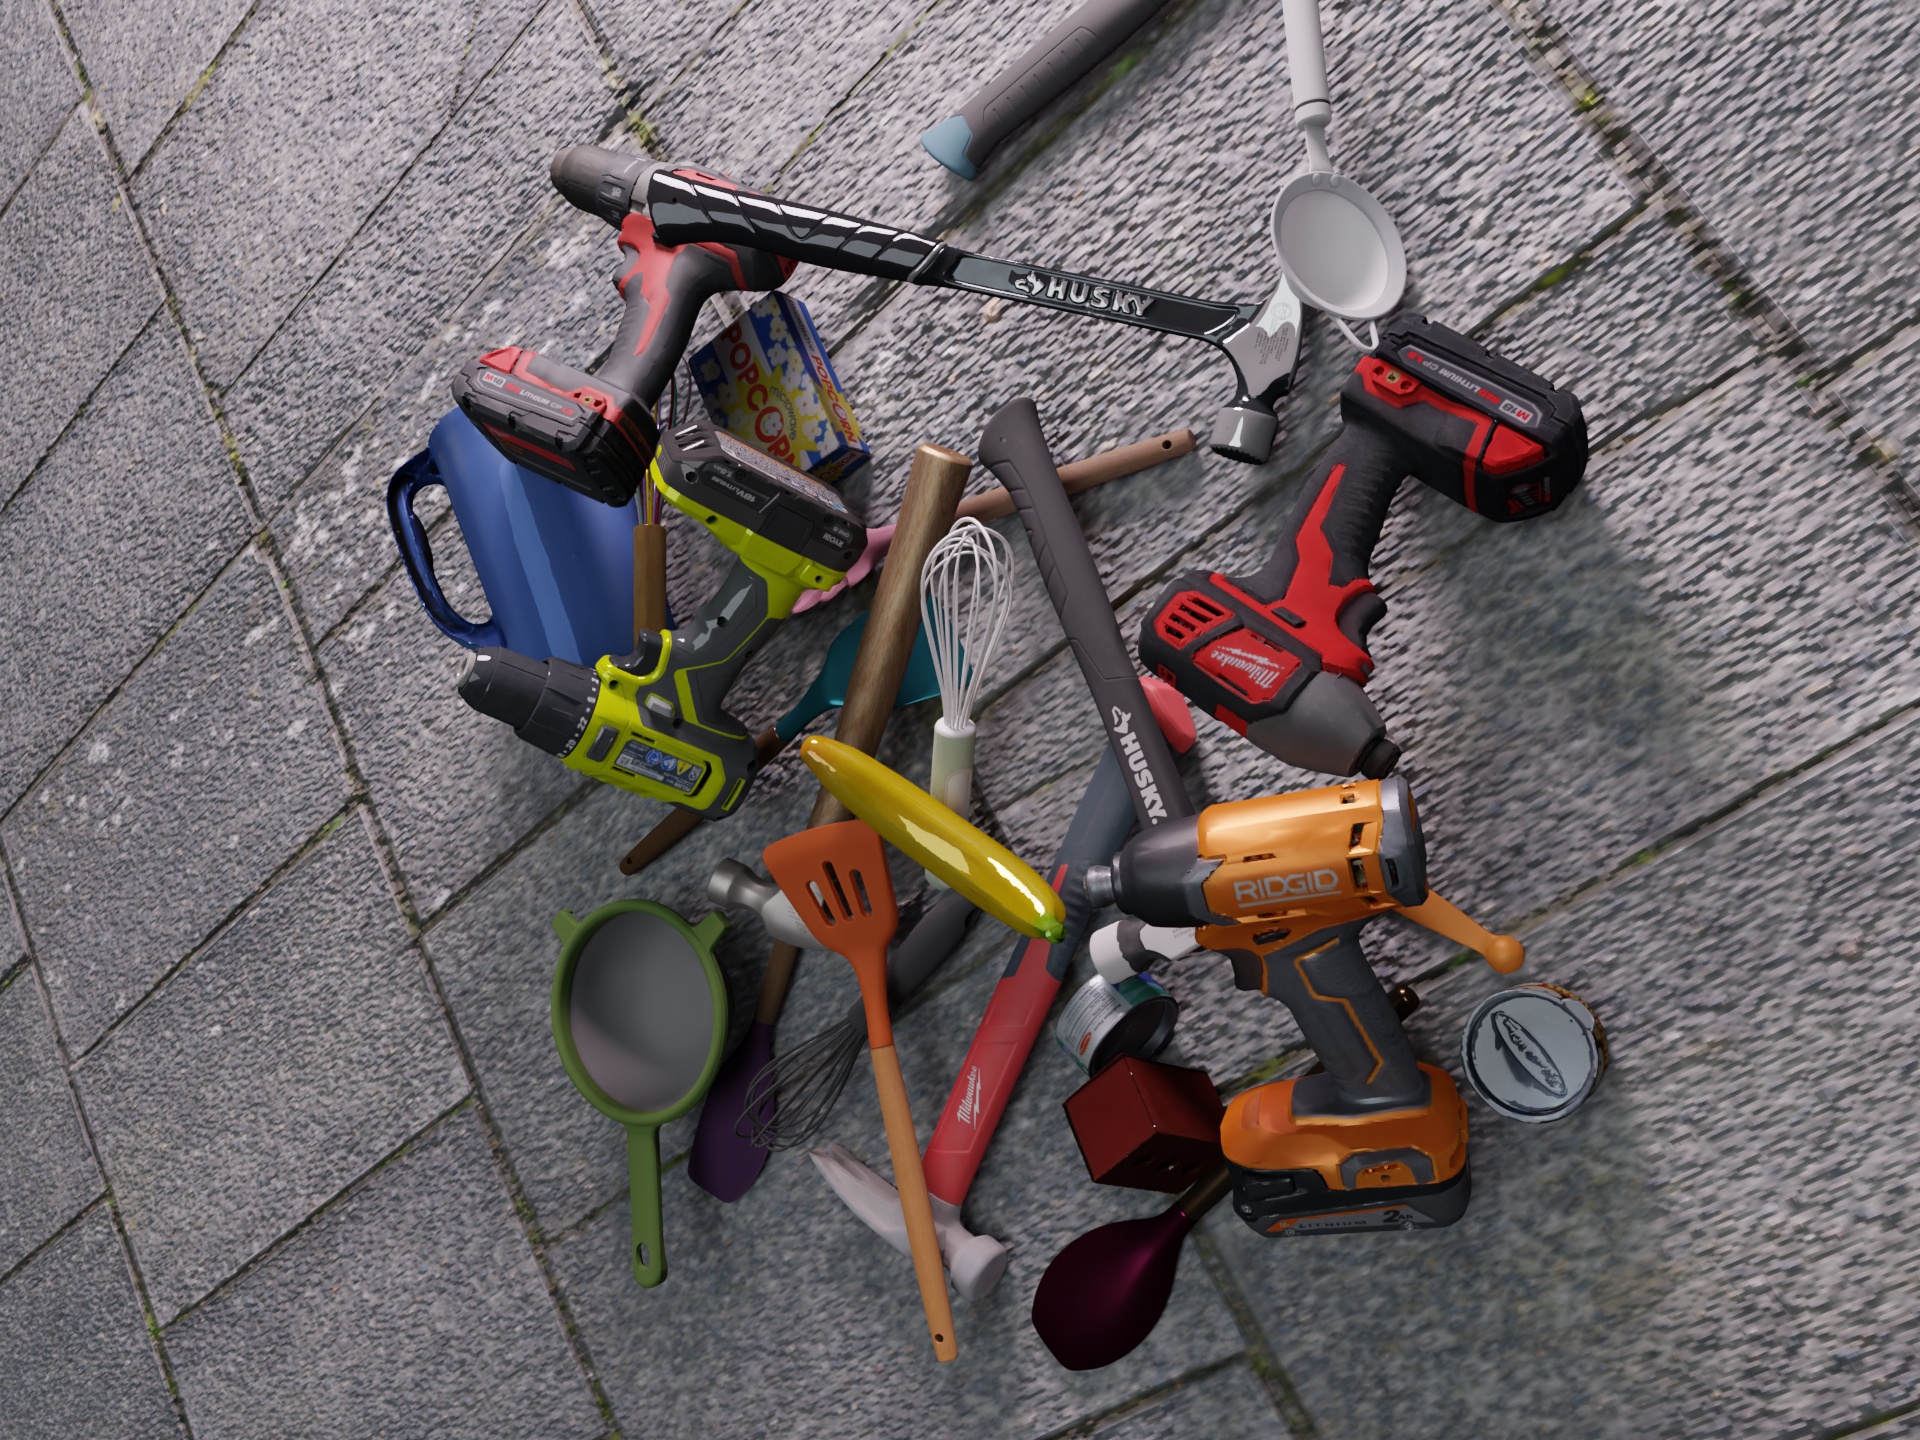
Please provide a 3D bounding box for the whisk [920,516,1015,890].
[{"bbox_3d":[-0.001,-0.003,0.937,0.059,0.057,0.246,42,136,48],"label":"whisk"}]

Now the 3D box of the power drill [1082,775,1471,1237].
[{"bbox_3d":[0.161,0.143,0.791,0.164,0.084,0.226,-10,110,19],"label":"power drill"}]

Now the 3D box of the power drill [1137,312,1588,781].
[{"bbox_3d":[0.205,-0.079,0.793,0.143,0.078,0.219,38,89,27],"label":"power drill"}]

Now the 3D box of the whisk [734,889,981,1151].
[{"bbox_3d":[-0.064,0.189,1.010,0.239,0.055,0.055,-50,65,16],"label":"whisk"}]

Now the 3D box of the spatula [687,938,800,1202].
[{"bbox_3d":[-0.122,0.178,1.062,0.060,0.018,0.316,23,102,28],"label":"spatula"}]

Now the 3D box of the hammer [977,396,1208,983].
[{"bbox_3d":[0.085,-0.035,0.888,0.146,0.035,0.335,-31,69,31],"label":"hammer"}]

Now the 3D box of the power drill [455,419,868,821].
[{"bbox_3d":[-0.179,-0.061,0.973,0.228,0.190,0.080,-57,28,15],"label":"power drill"}]

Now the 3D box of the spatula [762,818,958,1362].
[{"bbox_3d":[-0.046,0.222,0.956,0.081,0.041,0.323,-16,80,19],"label":"spatula"}]

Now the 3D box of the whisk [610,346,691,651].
[{"bbox_3d":[-0.206,-0.149,1.053,0.047,0.051,0.245,-12,75,39],"label":"whisk"}]

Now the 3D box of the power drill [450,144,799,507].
[{"bbox_3d":[-0.229,-0.269,1.024,0.188,0.080,0.227,25,75,20],"label":"power drill"}]

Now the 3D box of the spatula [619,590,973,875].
[{"bbox_3d":[-0.127,0.023,1.068,0.317,0.044,0.082,-38,72,30],"label":"spatula"}]

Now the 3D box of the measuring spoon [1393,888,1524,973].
[{"bbox_3d":[0.243,0.098,0.842,0.117,0.011,0.021,32,105,28],"label":"measuring spoon"}]

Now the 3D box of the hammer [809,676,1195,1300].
[{"bbox_3d":[0.031,0.147,0.957,0.143,0.038,0.386,30,104,30],"label":"hammer"}]

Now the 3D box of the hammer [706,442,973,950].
[{"bbox_3d":[-0.055,-0.007,0.982,0.130,0.031,0.331,23,107,13],"label":"hammer"}]

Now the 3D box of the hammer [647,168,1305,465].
[{"bbox_3d":[0.001,-0.268,0.926,0.409,0.036,0.149,17,92,14],"label":"hammer"}]

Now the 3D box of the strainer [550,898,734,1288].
[{"bbox_3d":[-0.199,0.247,1.078,0.151,0.069,0.256,-4,88,30],"label":"strainer"}]

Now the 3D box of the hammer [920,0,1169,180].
[{"bbox_3d":[0.110,-0.427,0.927,0.331,0.033,0.128,-32,74,27],"label":"hammer"}]

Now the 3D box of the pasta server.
[{"bbox_3d":[-0.003,-0.127,0.986,0.316,0.040,0.060,-14,90,29],"label":"pasta server"}]

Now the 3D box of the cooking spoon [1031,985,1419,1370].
[{"bbox_3d":[0.144,0.259,0.895,0.069,0.017,0.319,49,113,25],"label":"cooking spoon"}]

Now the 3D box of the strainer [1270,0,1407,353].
[{"bbox_3d":[0.189,-0.314,0.848,0.050,0.086,0.258,165,101,-64],"label":"strainer"}]
